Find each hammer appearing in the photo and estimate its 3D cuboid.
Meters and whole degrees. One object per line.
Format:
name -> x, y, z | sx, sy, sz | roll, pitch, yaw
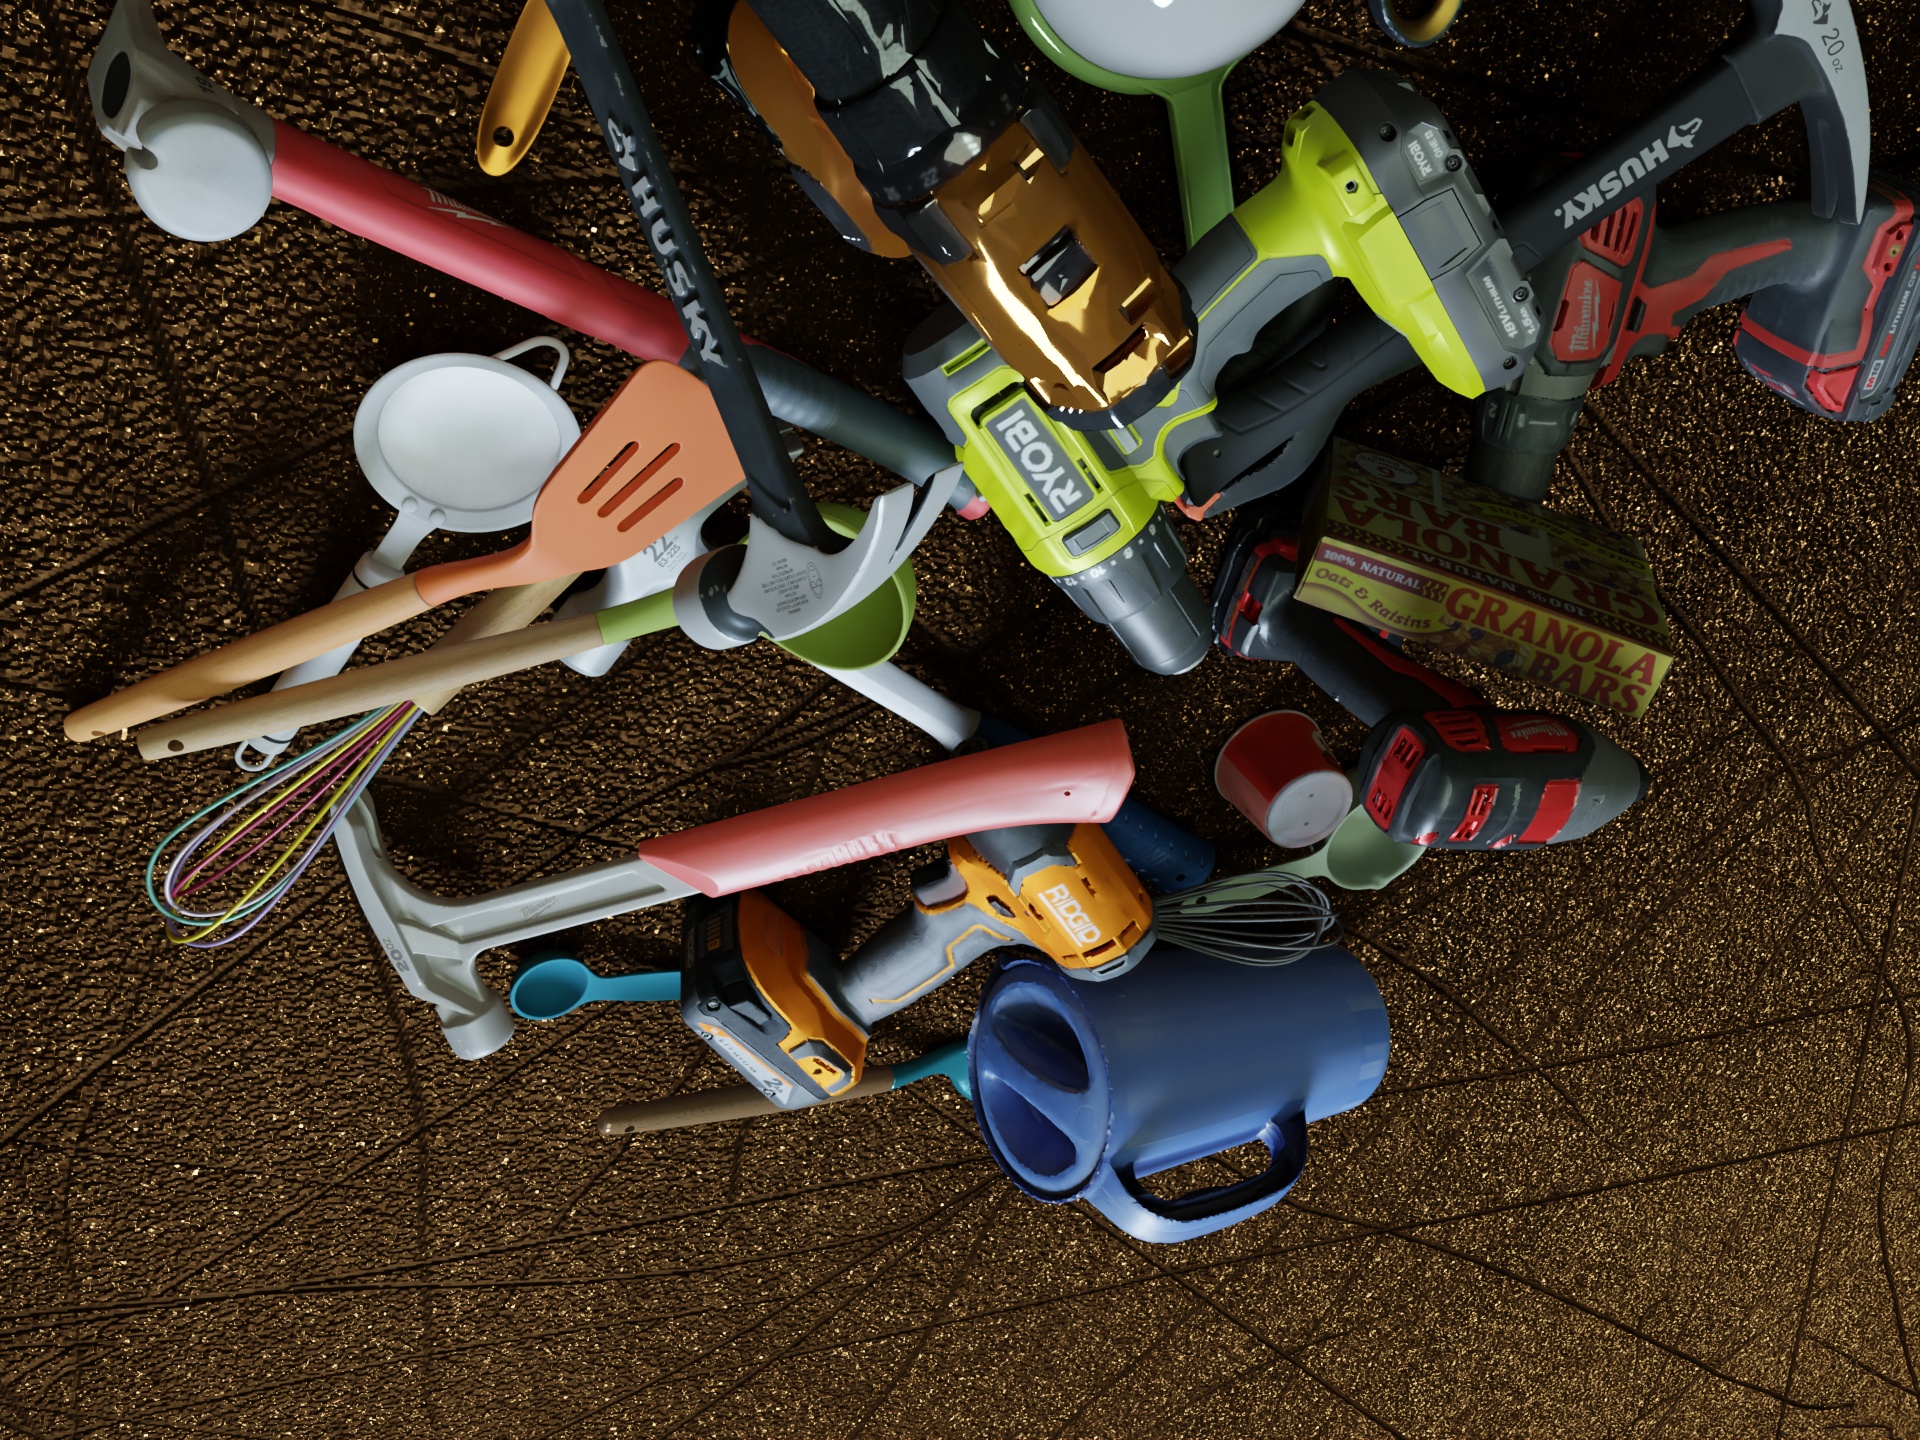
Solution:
hammer -> -0.115, -0.217, 0.475 | 0.036, 0.149, 0.409 | -29, 102, -33
hammer -> -0.001, -0.003, 0.810 | 0.405, 0.035, 0.144 | 31, 108, -36
hammer -> 0.238, -0.201, 0.703 | 0.335, 0.035, 0.146 | -34, 112, 11
hammer -> -0.099, 0.051, 0.731 | 0.359, 0.037, 0.149 | -15, 114, 7
hammer -> -0.126, -0.161, 0.618 | 0.386, 0.143, 0.038 | 16, 118, -44

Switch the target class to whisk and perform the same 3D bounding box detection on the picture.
whisk -> 0.095, 0.113, 0.893 | 0.239, 0.055, 0.055 | -1, 127, 2
whisk -> -0.254, 0.003, 0.688 | 0.245, 0.047, 0.051 | -45, 102, -4

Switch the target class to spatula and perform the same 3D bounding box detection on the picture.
spatula -> -0.058, 0.217, 0.918 | 0.317, 0.044, 0.082 | 1, 128, -38
spatula -> -0.230, -0.052, 0.627 | 0.322, 0.041, 0.081 | -18, 156, 17

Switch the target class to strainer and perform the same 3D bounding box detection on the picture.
strainer -> -0.239, -0.069, 0.660 | 0.086, 0.050, 0.258 | 27, 116, -35
strainer -> 0.102, -0.270, 0.637 | 0.151, 0.069, 0.256 | -21, 128, -8

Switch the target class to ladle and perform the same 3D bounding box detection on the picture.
ladle -> -0.174, -0.025, 0.658 | 0.320, 0.062, 0.078 | -15, 125, -10

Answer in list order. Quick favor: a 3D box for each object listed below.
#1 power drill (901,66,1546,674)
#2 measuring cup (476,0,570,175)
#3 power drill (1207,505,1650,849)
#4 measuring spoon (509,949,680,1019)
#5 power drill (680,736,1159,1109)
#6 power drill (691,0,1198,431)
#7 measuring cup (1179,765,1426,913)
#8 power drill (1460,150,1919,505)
power drill -> 0.115, -0.138, 0.665 | 0.228, 0.080, 0.190 | -32, 115, 14
measuring cup -> -0.132, -0.275, 0.548 | 0.095, 0.052, 0.173 | 17, 118, -32
power drill -> 0.224, -0.019, 0.772 | 0.143, 0.220, 0.078 | 1, 124, -23
measuring spoon -> -0.180, 0.136, 0.852 | 0.128, 0.021, 0.042 | 5, 121, -36
power drill -> -0.030, 0.100, 0.817 | 0.226, 0.084, 0.164 | -26, 129, 13
power drill -> -0.024, -0.206, 0.527 | 0.084, 0.226, 0.185 | -41, 129, 9
measuring cup -> 0.202, 0.075, 0.951 | 0.167, 0.038, 0.083 | -19, 129, -8
power drill -> 0.362, -0.189, 0.804 | 0.226, 0.080, 0.187 | -6, 126, -15
